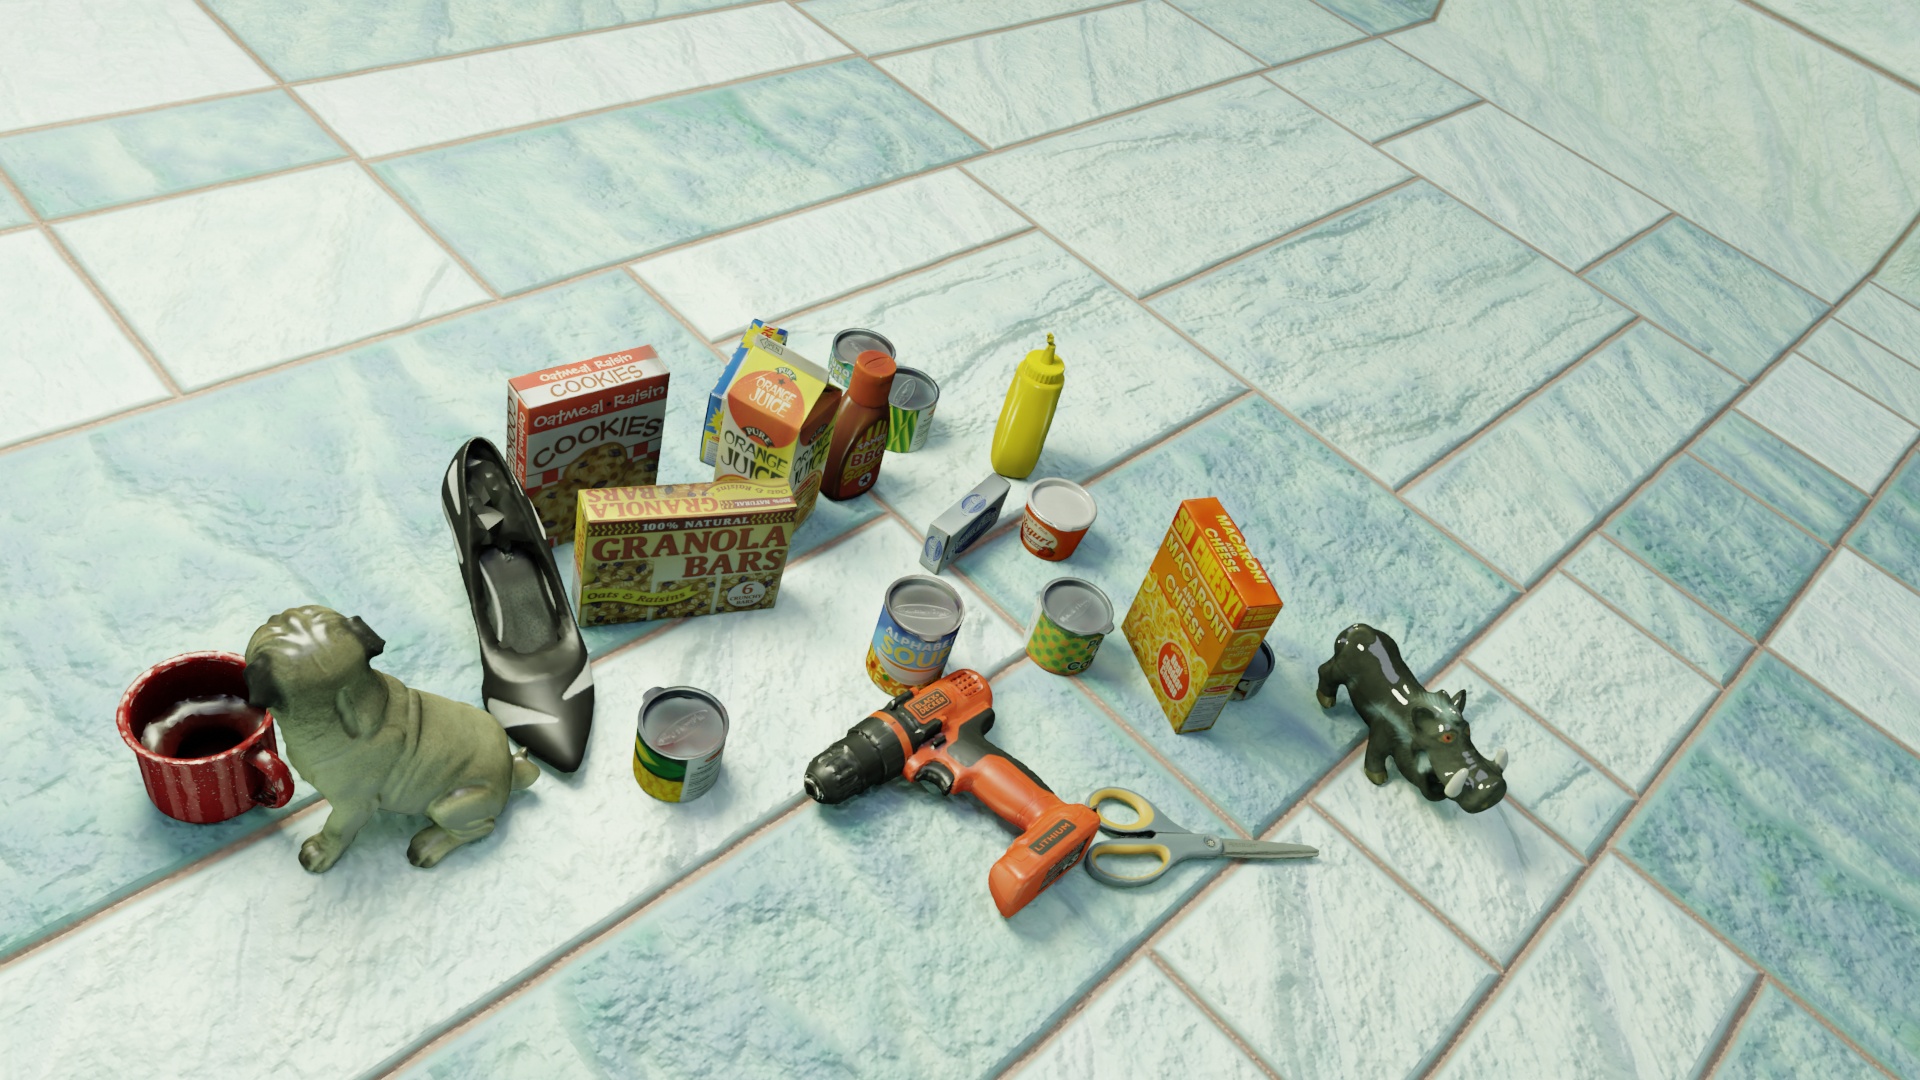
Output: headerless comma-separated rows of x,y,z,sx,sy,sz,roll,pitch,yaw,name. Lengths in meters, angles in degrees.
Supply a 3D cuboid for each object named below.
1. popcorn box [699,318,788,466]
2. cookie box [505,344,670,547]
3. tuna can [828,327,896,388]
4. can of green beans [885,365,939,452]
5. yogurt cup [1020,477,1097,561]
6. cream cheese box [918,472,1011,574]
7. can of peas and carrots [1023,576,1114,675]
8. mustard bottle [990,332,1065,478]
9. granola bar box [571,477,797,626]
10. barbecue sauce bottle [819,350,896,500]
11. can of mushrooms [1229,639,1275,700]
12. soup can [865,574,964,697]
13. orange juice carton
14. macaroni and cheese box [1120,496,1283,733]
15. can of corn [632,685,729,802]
-0.203,-0.137,1.301,0.038,0.084,0.127,18,43,-1,popcorn box
-0.309,-0.074,1.140,0.123,0.166,0.040,-22,56,-35,cookie box
-0.103,-0.184,1.422,0.071,0.032,0.071,10,44,-10,tuna can
-0.059,-0.129,1.363,0.071,0.057,0.071,10,44,-10,can of green beans
0.089,-0.018,1.305,0.072,0.053,0.073,10,44,-10,yogurt cup
0.005,-0.016,1.274,0.024,0.053,0.104,34,45,16,cream cheese box
0.095,0.076,1.209,0.071,0.058,0.071,10,44,-10,can of peas and carrots
0.069,-0.133,1.338,0.049,0.159,0.066,12,43,-8,mustard bottle
-0.223,0.010,1.117,0.166,0.123,0.039,-5,48,-24,granola bar box
-0.091,-0.105,1.262,0.065,0.147,0.044,-29,60,-38,barbecue sauce bottle
0.243,0.108,1.247,0.071,0.033,0.071,10,44,-10,can of mushrooms
-0.038,0.082,1.138,0.071,0.083,0.072,10,44,-10,soup can
-0.157,-0.087,1.188,0.072,0.191,0.073,29,44,10,orange juice carton
0.201,0.064,1.179,0.040,0.165,0.124,-5,48,-23,macaroni and cheese box
-0.209,0.149,1.028,0.071,0.058,0.071,10,44,-10,can of corn
